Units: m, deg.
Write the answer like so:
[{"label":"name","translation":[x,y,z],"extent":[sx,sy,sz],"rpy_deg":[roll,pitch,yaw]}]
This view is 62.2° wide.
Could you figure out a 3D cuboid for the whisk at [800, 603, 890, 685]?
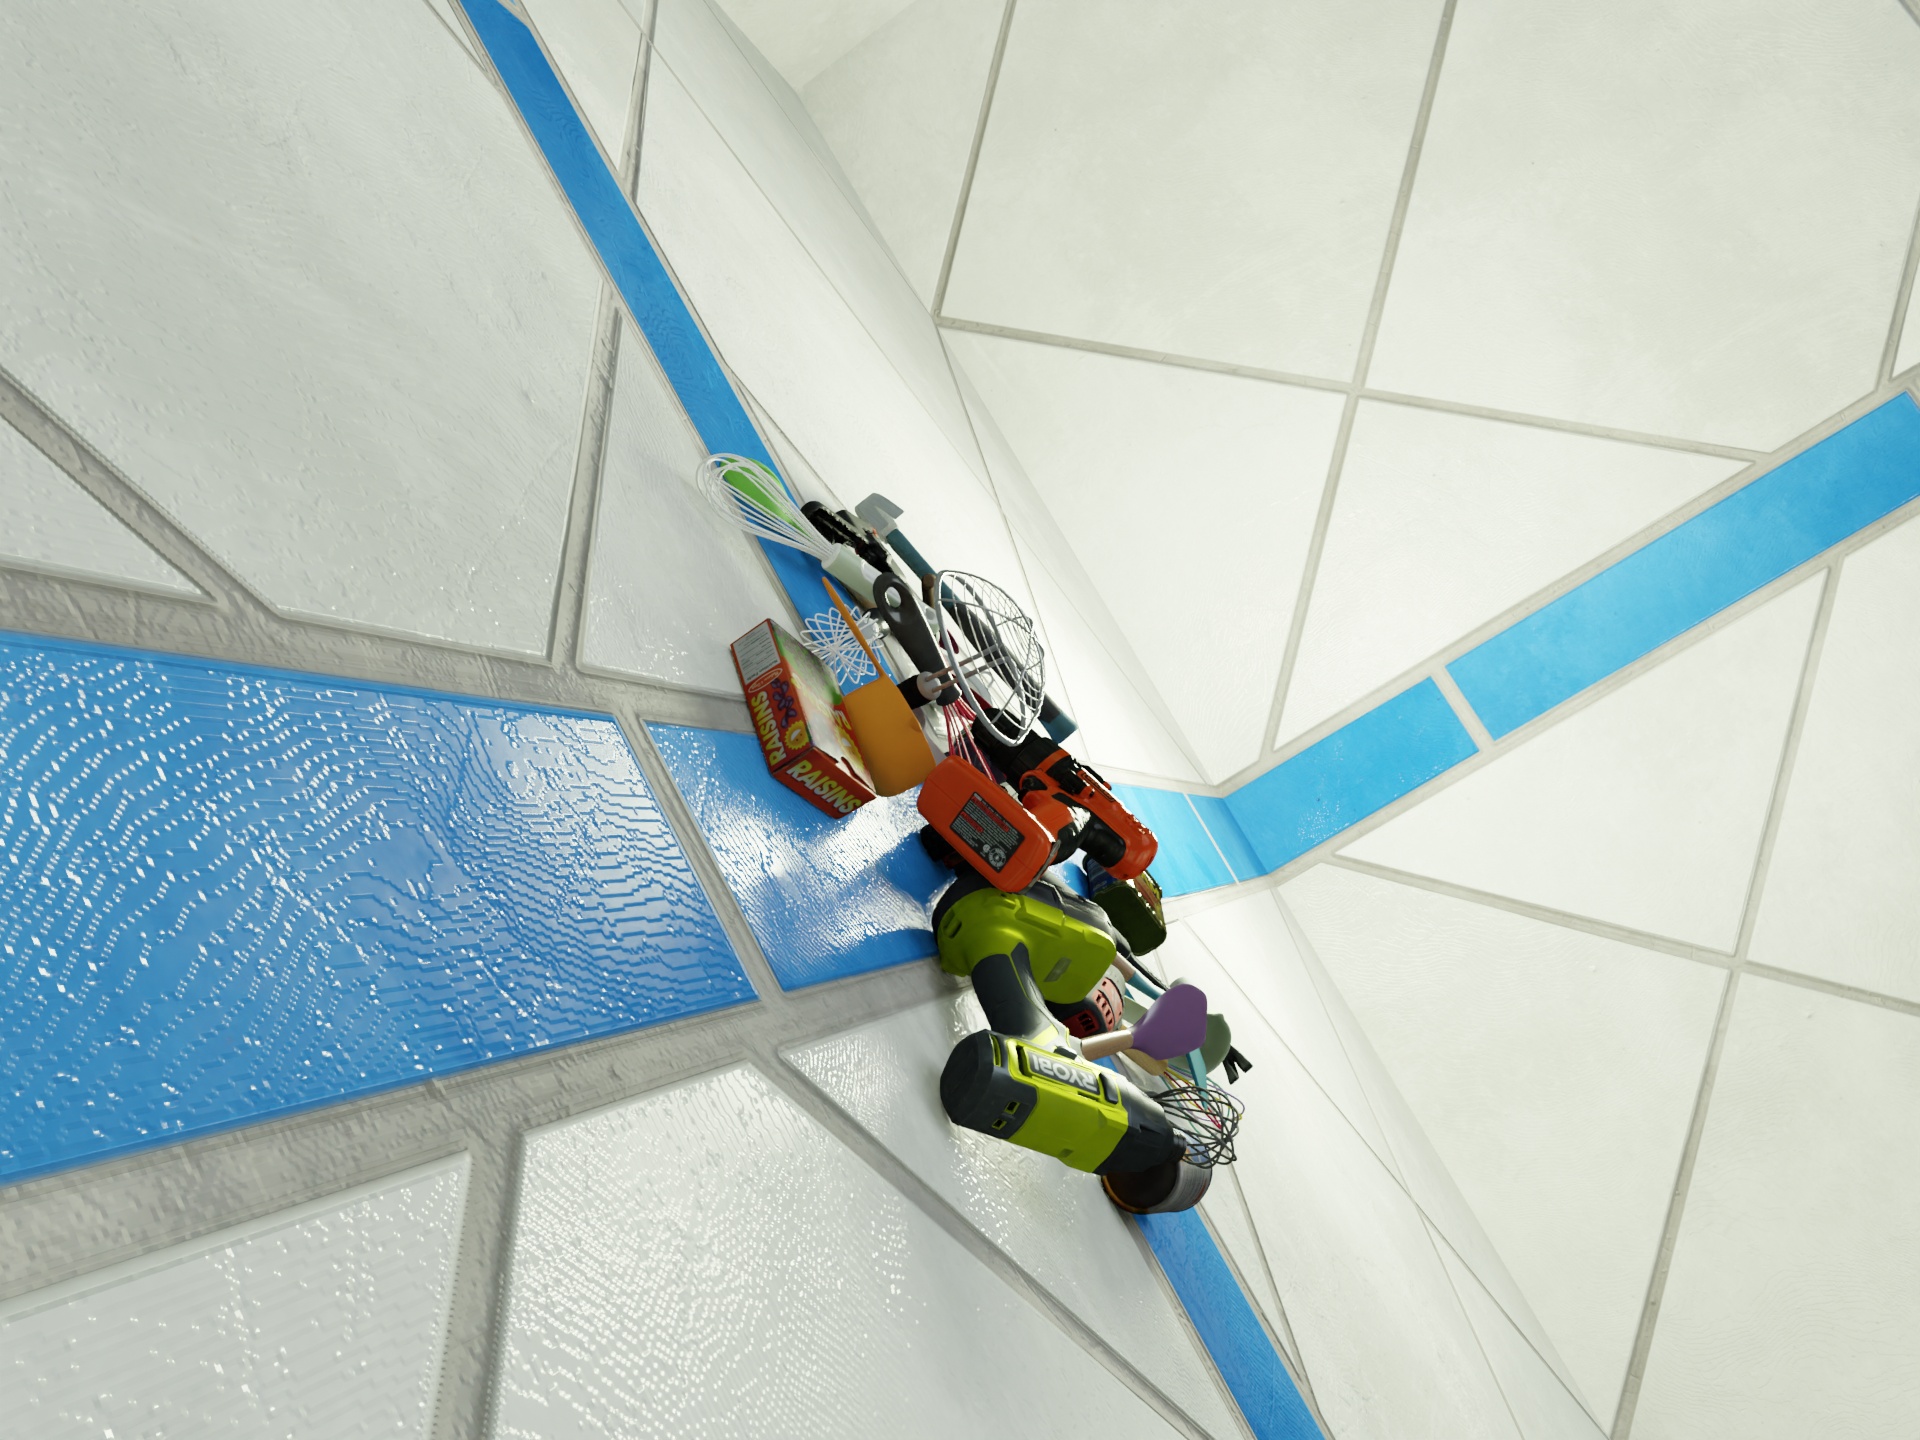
[{"label":"whisk","translation":[-0.085,-0.073,1.365],"extent":[0.070,0.070,0.284],"rpy_deg":[57,8,-4]}]

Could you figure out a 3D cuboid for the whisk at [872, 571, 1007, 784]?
[{"label":"whisk","translation":[-0.002,-0.004,1.356],"extent":[0.073,0.073,0.295],"rpy_deg":[-101,164,-59]}]

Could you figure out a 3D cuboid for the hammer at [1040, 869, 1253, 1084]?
[{"label":"hammer","translation":[0.166,0.236,1.570],"extent":[0.408,0.036,0.149],"rpy_deg":[43,7,-41]}]

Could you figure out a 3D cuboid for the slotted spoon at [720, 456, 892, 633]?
[{"label":"slotted spoon","translation":[-0.120,-0.150,1.475],"extent":[0.313,0.031,0.070],"rpy_deg":[45,15,-49]}]

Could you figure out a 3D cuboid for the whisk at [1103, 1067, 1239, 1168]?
[{"label":"whisk","translation":[0.135,0.280,1.159],"extent":[0.055,0.055,0.239],"rpy_deg":[55,-18,-10]}]

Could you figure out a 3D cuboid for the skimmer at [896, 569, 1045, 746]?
[{"label":"skimmer","translation":[-0.028,-0.026,1.184],"extent":[0.127,0.090,0.363],"rpy_deg":[67,-22,-1]}]

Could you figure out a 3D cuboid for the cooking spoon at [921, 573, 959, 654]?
[{"label":"cooking spoon","translation":[-0.028,-0.107,1.573],"extent":[0.069,0.017,0.319],"rpy_deg":[50,-4,5]}]

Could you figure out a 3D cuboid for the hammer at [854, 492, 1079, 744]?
[{"label":"hammer","translation":[0.004,-0.105,1.620],"extent":[0.331,0.033,0.128],"rpy_deg":[49,-5,11]}]

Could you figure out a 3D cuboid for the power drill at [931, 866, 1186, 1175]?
[{"label":"power drill","translation":[0.062,0.208,1.090],"extent":[0.171,0.080,0.223],"rpy_deg":[24,26,-21]}]

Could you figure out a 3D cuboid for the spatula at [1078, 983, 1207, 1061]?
[{"label":"spatula","translation":[0.112,0.243,1.207],"extent":[0.315,0.018,0.060],"rpy_deg":[1,92,-53]}]

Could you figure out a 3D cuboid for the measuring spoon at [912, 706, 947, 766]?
[{"label":"measuring spoon","translation":[-0.026,0.034,1.406],"extent":[0.018,0.034,0.124],"rpy_deg":[1,-49,49]}]

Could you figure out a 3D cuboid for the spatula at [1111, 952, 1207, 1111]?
[{"label":"spatula","translation":[0.126,0.220,1.429],"extent":[0.317,0.044,0.082],"rpy_deg":[43,20,-9]}]

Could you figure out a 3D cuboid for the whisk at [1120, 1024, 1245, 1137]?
[{"label":"whisk","translation":[0.191,0.330,1.481],"extent":[0.244,0.051,0.047],"rpy_deg":[42,-1,-39]}]

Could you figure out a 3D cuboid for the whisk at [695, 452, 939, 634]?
[{"label":"whisk","translation":[-0.111,-0.140,1.299],"extent":[0.246,0.059,0.058],"rpy_deg":[34,41,-25]}]

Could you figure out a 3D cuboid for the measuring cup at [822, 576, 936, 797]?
[{"label":"measuring cup","translation":[-0.080,-0.022,1.201],"extent":[0.173,0.052,0.095],"rpy_deg":[61,-9,-3]}]

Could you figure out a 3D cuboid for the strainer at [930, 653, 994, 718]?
[{"label":"strainer","translation":[-0.029,-0.025,1.487],"extent":[0.087,0.050,0.258],"rpy_deg":[50,17,11]}]

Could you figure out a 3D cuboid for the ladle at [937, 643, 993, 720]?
[{"label":"ladle","translation":[-0.037,-0.086,1.517],"extent":[0.069,0.031,0.316],"rpy_deg":[47,7,-40]}]

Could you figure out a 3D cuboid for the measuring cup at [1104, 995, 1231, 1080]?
[{"label":"measuring cup","translation":[0.187,0.287,1.527],"extent":[0.167,0.083,0.038],"rpy_deg":[32,8,-27]}]

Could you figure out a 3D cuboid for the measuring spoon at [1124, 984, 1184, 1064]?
[{"label":"measuring spoon","translation":[0.189,0.291,1.583],"extent":[0.128,0.021,0.042],"rpy_deg":[56,13,-11]}]

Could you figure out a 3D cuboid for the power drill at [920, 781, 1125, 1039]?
[{"label":"power drill","translation":[0.068,0.164,1.319],"extent":[0.227,0.080,0.188],"rpy_deg":[62,13,4]}]
